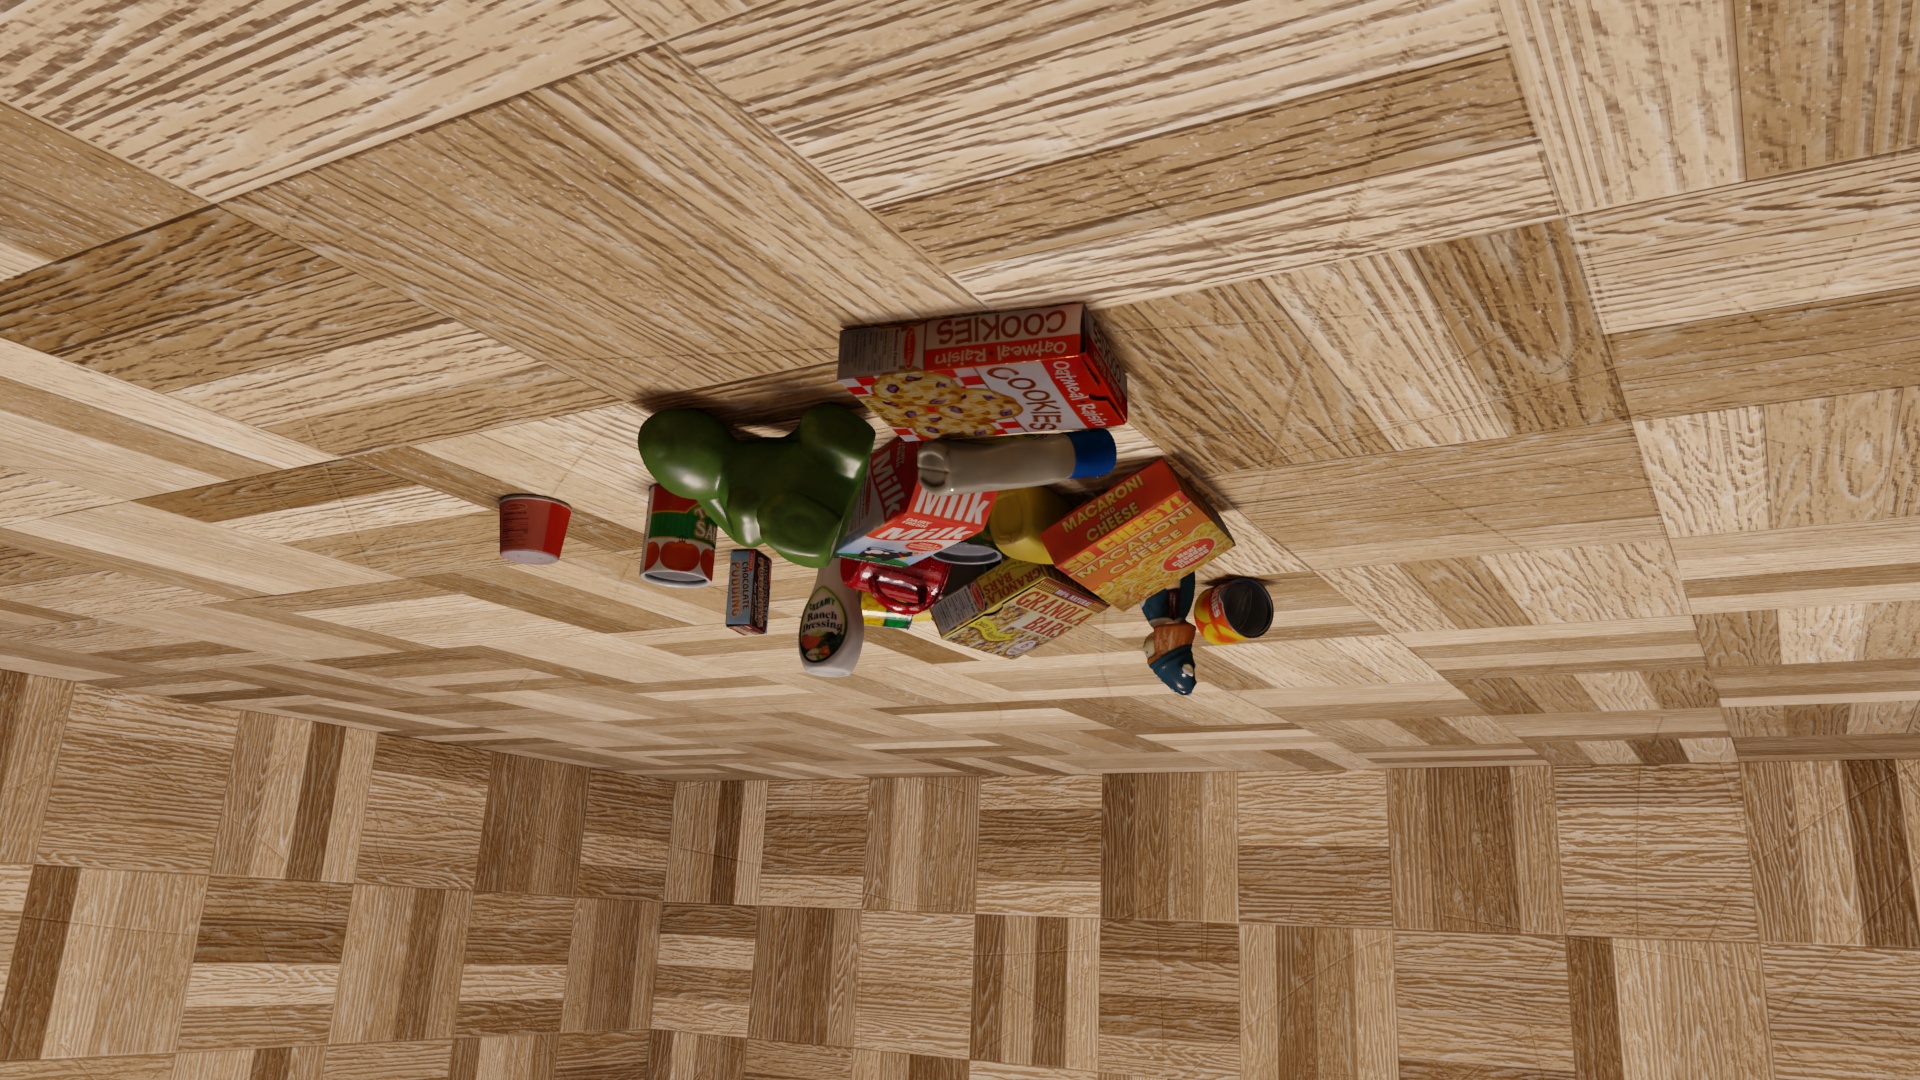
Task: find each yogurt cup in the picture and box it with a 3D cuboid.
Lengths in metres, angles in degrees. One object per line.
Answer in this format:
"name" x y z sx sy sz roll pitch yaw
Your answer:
"yogurt cup" -0.410 -0.009 1.331 0.072 0.054 0.072 2 164 1

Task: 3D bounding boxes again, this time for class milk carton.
"milk carton" -0.035 -0.036 1.140 0.072 0.073 0.190 11 162 -25

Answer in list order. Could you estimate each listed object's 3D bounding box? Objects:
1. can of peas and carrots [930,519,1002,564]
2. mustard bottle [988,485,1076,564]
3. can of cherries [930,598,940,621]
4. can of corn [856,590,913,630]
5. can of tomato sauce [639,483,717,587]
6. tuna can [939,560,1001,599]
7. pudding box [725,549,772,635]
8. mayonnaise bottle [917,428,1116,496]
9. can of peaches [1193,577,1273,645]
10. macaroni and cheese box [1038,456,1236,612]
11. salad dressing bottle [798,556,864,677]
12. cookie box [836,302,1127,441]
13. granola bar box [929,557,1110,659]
"can of peas and carrots" 0.004 -0.015 1.232 0.071 0.059 0.070 2 163 1
"mustard bottle" 0.083 -0.007 1.244 0.048 0.065 0.160 -12 163 30
"can of cherries" 0.004 0.059 1.497 0.071 0.058 0.071 2 163 1
"can of corn" -0.081 0.059 1.504 0.058 0.071 0.071 6 164 -11
"can of tomato sauce" -0.254 -0.004 1.268 0.071 0.083 0.071 3 164 1
"tuna can" 0.005 0.034 1.397 0.071 0.071 0.033 -4 161 22
"pudding box" -0.225 0.056 1.475 0.030 0.084 0.049 -2 163 14
"mayonnaise bottle" 0.045 -0.060 1.039 0.148 0.041 0.065 -8 -170 -25
"can of peaches" 0.292 0.076 1.500 0.071 0.071 0.058 9 163 -22
"macaroni and cheese box" 0.156 -0.001 1.204 0.123 0.040 0.166 -33 152 14
"salad dressing bottle" -0.122 0.056 1.339 0.064 0.148 0.044 -6 160 27
"cookie box" 0.018 -0.108 0.934 0.167 0.040 0.122 -3 163 19
"granola bar box" 0.062 0.066 1.379 0.124 0.039 0.165 -31 156 19
